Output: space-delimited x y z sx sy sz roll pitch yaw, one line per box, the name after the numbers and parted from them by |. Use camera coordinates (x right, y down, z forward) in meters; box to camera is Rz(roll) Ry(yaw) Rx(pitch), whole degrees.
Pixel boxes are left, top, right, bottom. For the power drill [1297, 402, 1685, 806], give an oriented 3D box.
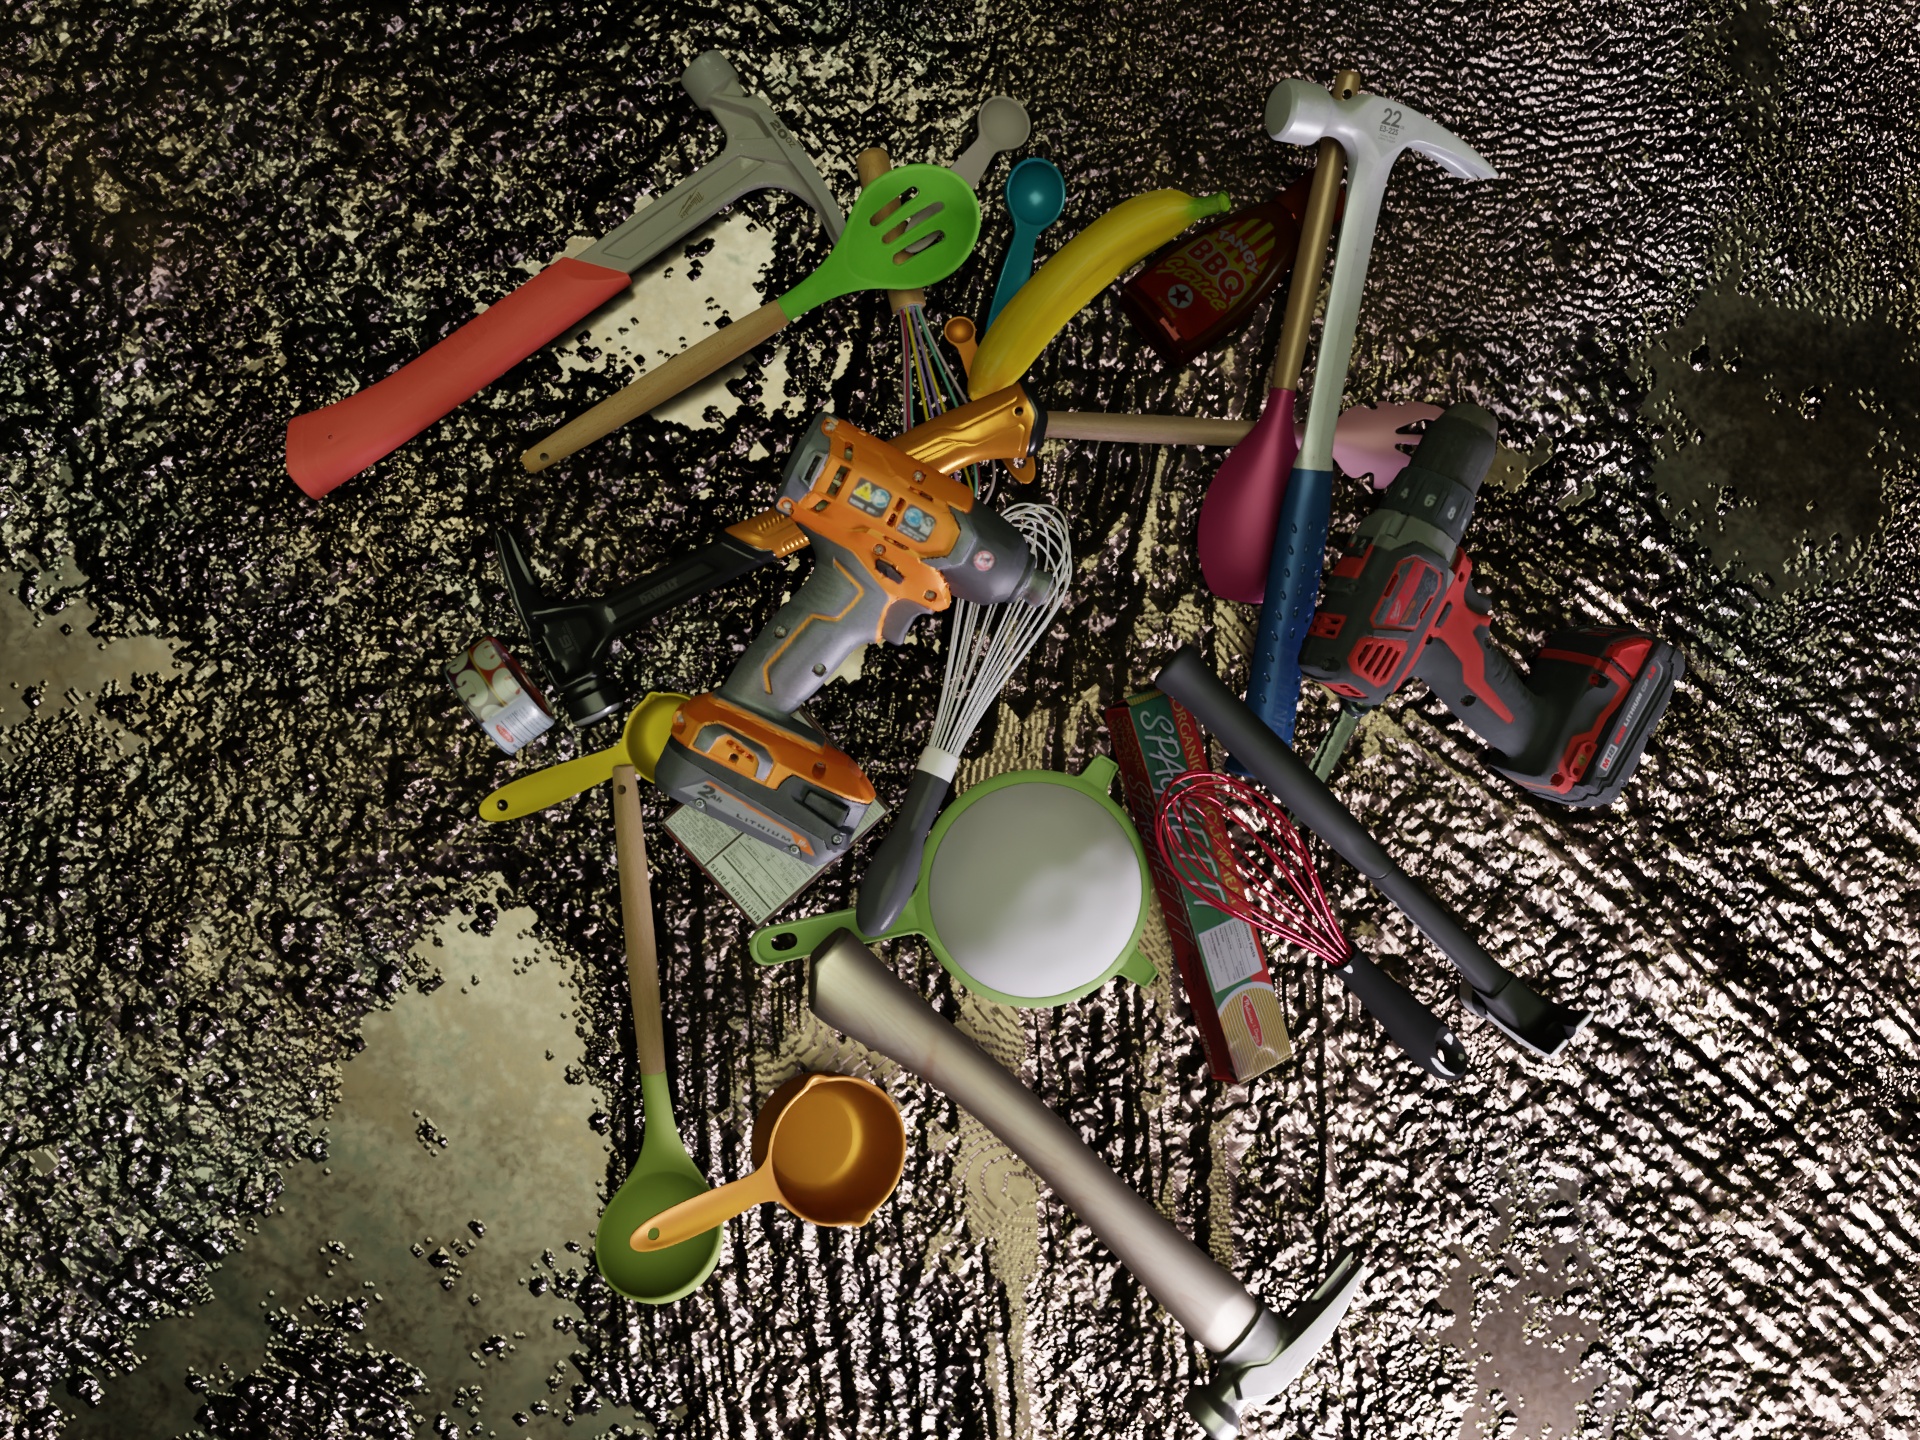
0.330 -0.066 0.971 0.226 0.080 0.188 28 88 -20 | power drill

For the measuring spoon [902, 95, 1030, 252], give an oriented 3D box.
0.000 -0.333 0.980 0.034 0.018 0.124 38 77 -12 | measuring spoon

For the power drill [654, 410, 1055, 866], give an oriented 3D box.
-0.059 -0.037 0.899 0.164 0.084 0.226 27 98 -7 | power drill

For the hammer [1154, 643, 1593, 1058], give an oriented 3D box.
0.241 0.078 0.950 0.334 0.146 0.035 44 89 -7 | hammer

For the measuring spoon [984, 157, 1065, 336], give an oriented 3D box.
0.032 -0.286 0.996 0.042 0.021 0.128 11 99 -30 | measuring spoon

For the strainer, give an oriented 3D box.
-0.002 0.116 0.969 0.256 0.069 0.151 -11 92 -7 | strainer

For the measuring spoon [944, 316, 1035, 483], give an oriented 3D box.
0.019 -0.197 0.985 0.021 0.011 0.117 -23 81 -5 | measuring spoon

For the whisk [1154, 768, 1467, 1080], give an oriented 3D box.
0.224 0.133 0.981 0.295 0.073 0.073 43 86 -20 | whisk

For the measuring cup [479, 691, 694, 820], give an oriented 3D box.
-0.220 0.028 0.972 0.156 0.029 0.062 -21 95 6 | measuring cup

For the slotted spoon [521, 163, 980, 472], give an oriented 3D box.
-0.129 -0.233 0.950 0.314 0.031 0.070 -30 117 6 | slotted spoon

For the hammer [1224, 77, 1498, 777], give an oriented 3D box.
0.221 -0.162 0.963 0.144 0.035 0.405 3 104 -20 | hammer

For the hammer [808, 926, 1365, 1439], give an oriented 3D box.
0.071 0.266 0.977 0.410 0.038 0.146 44 85 -11 | hammer

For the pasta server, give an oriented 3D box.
0.167 -0.181 1.007 0.316 0.040 0.060 2 91 -2 | pasta server

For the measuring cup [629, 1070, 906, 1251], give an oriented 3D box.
-0.119 0.269 0.947 0.173 0.052 0.095 -19 94 -23 | measuring cup

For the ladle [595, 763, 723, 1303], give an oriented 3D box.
-0.189 0.186 0.947 0.078 0.062 0.320 -4 94 7 | ladle

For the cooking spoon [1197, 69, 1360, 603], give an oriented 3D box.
0.202 -0.228 0.969 0.068 0.017 0.319 9 103 -3 | cooking spoon

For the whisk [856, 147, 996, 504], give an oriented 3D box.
-0.026 -0.232 0.981 0.047 0.051 0.245 -12 87 -41 | whisk

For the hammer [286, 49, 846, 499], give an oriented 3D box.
-0.242 -0.242 0.955 0.359 0.037 0.149 -37 94 -5 | hammer

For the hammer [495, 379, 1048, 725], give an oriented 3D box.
-0.107 -0.121 0.939 0.337 0.034 0.127 -25 93 7 | hammer

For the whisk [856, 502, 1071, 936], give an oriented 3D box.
-0.001 -0.003 0.958 0.070 0.070 0.285 23 81 -6 | whisk
